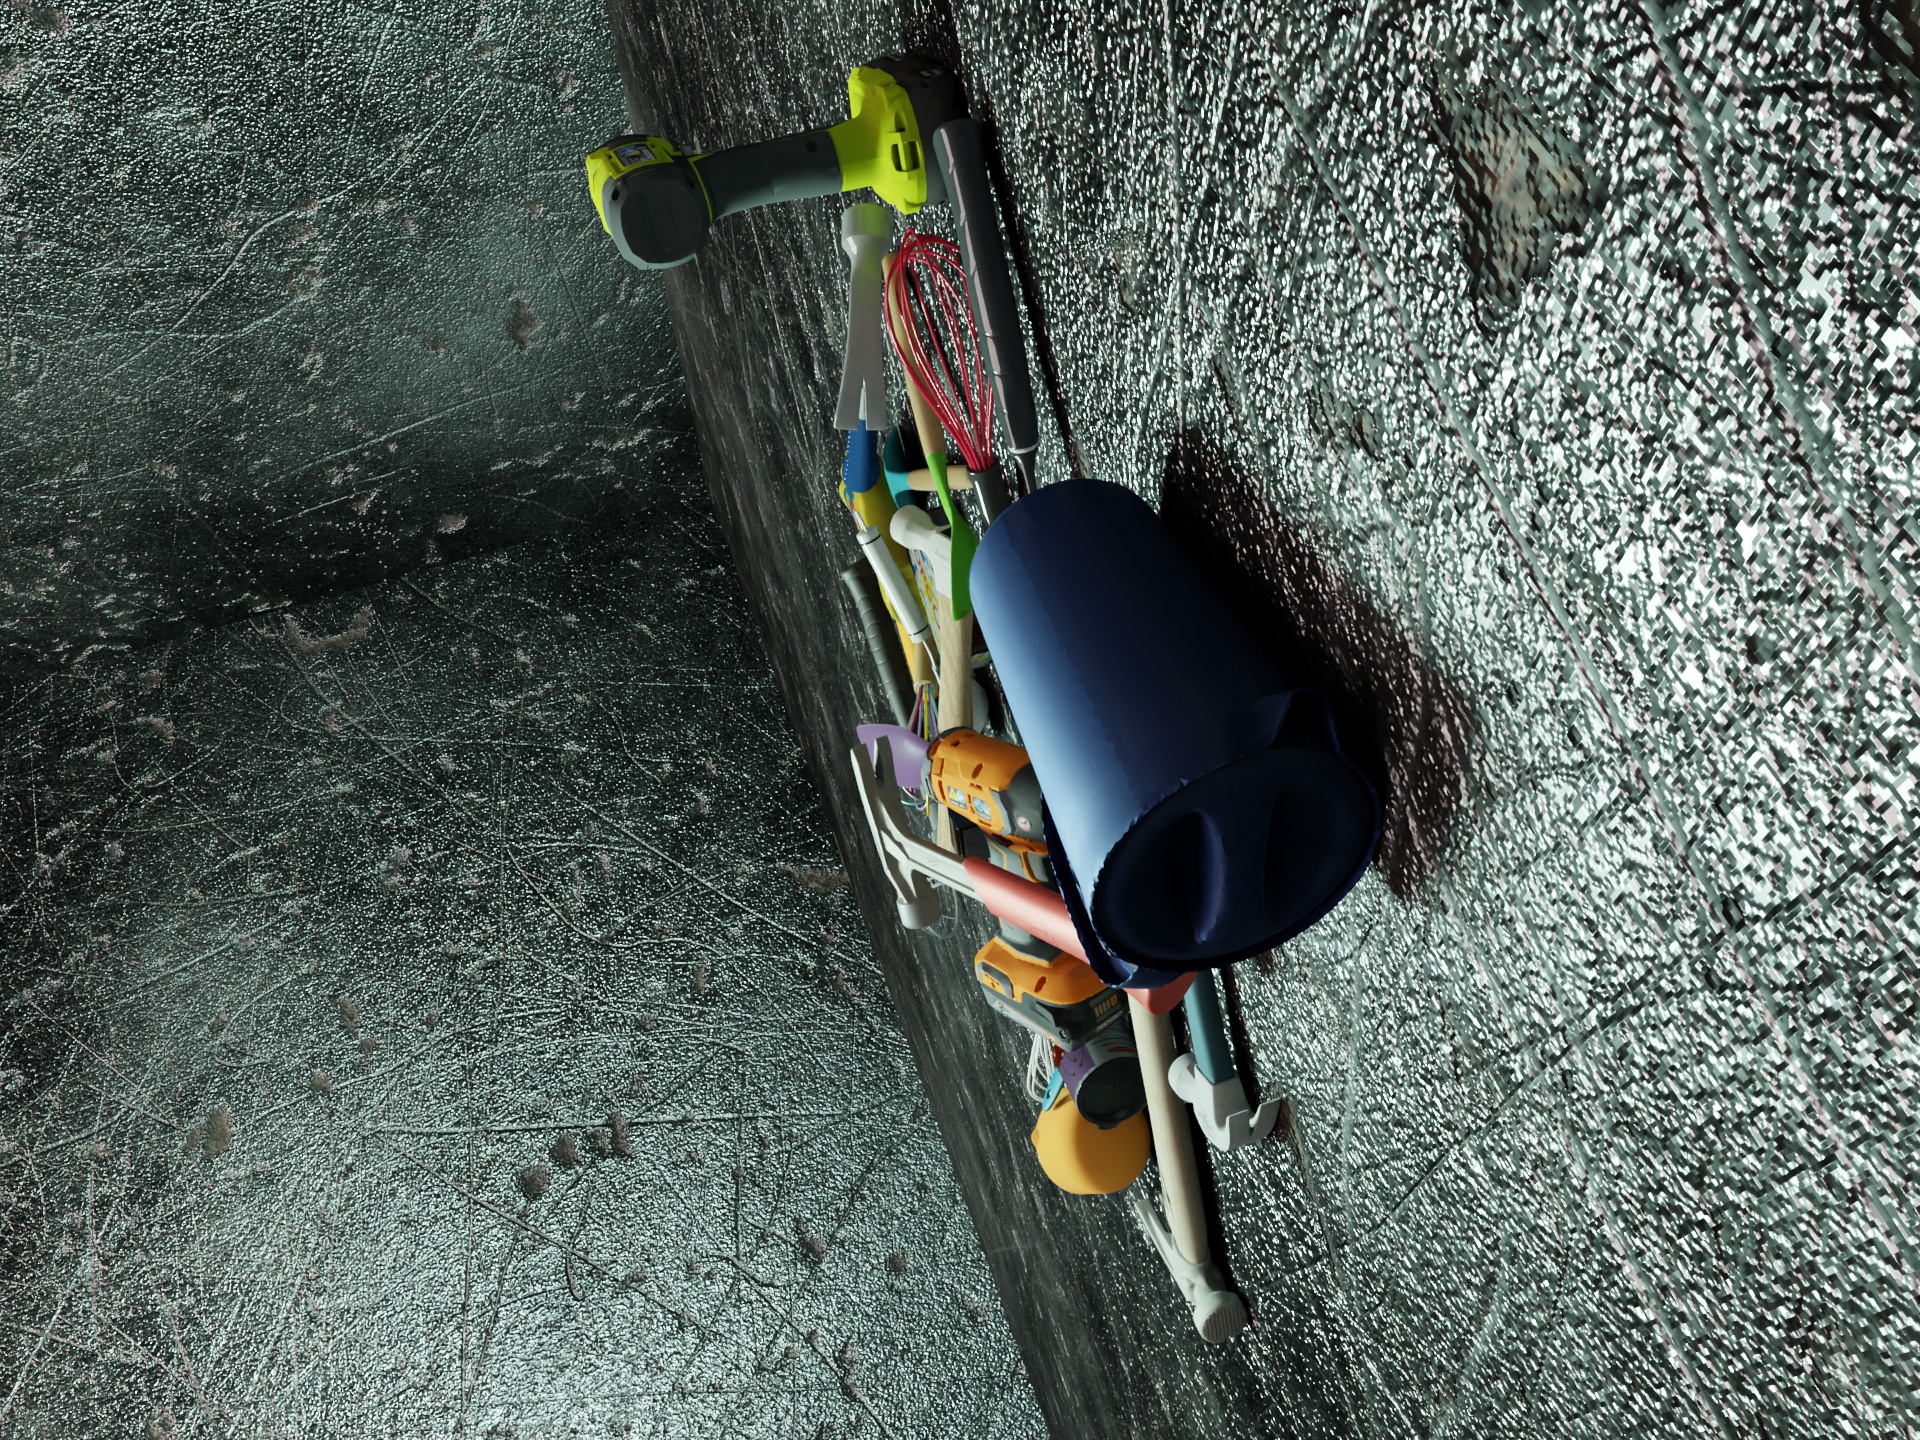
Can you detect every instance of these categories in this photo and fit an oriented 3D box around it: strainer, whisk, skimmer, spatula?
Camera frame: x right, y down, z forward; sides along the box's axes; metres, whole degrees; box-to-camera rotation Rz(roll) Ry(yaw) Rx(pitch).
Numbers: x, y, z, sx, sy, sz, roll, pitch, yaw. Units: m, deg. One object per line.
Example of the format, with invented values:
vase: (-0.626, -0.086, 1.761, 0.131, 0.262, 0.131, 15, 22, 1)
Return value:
strainer: (-0.029, -0.069, 1.382, 0.258, 0.050, 0.087, 62, 180, -19)
whisk: (-0.033, -0.011, 1.450, 0.047, 0.051, 0.245, 51, -154, -40)
whisk: (0.010, -0.189, 1.065, 0.073, 0.073, 0.295, -122, 11, -55)
skimmer: (0.003, 0.166, 1.750, 0.363, 0.090, 0.127, 142, 113, -68)
spatula: (0.004, 0.031, 1.248, 0.316, 0.018, 0.059, 1, 115, 57)
whisk: (0.072, 0.252, 1.343, 0.058, 0.059, 0.246, -107, 3, -49)
spatula: (-0.019, -0.200, 1.288, 0.318, 0.044, 0.082, -156, 51, -70)

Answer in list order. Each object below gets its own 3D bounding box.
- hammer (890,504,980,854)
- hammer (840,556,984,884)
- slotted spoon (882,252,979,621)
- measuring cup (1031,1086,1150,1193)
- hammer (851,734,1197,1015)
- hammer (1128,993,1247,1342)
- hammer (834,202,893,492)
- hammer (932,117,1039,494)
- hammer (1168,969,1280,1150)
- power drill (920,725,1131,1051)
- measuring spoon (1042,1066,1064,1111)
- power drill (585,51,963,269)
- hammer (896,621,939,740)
hammer: (-0.002, -0.004, 1.280, 0.130, 0.031, 0.331, 35, 139, 38)
hammer: (-0.046, -0.005, 1.503, 0.146, 0.035, 0.335, 13, -126, -60)
slotted spoon: (-0.023, -0.217, 1.173, 0.070, 0.031, 0.314, 76, -179, -68)
measuring cup: (0.113, 0.299, 1.303, 0.052, 0.095, 0.174, -22, 62, 60)
hammer: (0.032, 0.109, 1.050, 0.359, 0.036, 0.149, 17, 126, 60)
hammer: (0.141, 0.250, 1.143, 0.146, 0.038, 0.410, -124, 20, -62)
hammer: (-0.076, -0.241, 1.220, 0.405, 0.035, 0.144, 120, 152, -82)
hammer: (0.040, -0.150, 0.960, 0.149, 0.036, 0.409, -82, -20, -79)
hammer: (0.133, 0.113, 0.961, 0.128, 0.033, 0.330, -134, 28, -70)
power drill: (0.060, 0.122, 1.152, 0.164, 0.084, 0.226, 19, 132, 51)
measuring spoon: (0.085, 0.255, 1.280, 0.128, 0.021, 0.042, -68, 19, 5)
power drill: (-0.120, -0.352, 0.997, 0.171, 0.223, 0.080, -122, 18, -55)
hammer: (-0.039, -0.052, 1.596, 0.127, 0.034, 0.336, -137, 32, -72)
